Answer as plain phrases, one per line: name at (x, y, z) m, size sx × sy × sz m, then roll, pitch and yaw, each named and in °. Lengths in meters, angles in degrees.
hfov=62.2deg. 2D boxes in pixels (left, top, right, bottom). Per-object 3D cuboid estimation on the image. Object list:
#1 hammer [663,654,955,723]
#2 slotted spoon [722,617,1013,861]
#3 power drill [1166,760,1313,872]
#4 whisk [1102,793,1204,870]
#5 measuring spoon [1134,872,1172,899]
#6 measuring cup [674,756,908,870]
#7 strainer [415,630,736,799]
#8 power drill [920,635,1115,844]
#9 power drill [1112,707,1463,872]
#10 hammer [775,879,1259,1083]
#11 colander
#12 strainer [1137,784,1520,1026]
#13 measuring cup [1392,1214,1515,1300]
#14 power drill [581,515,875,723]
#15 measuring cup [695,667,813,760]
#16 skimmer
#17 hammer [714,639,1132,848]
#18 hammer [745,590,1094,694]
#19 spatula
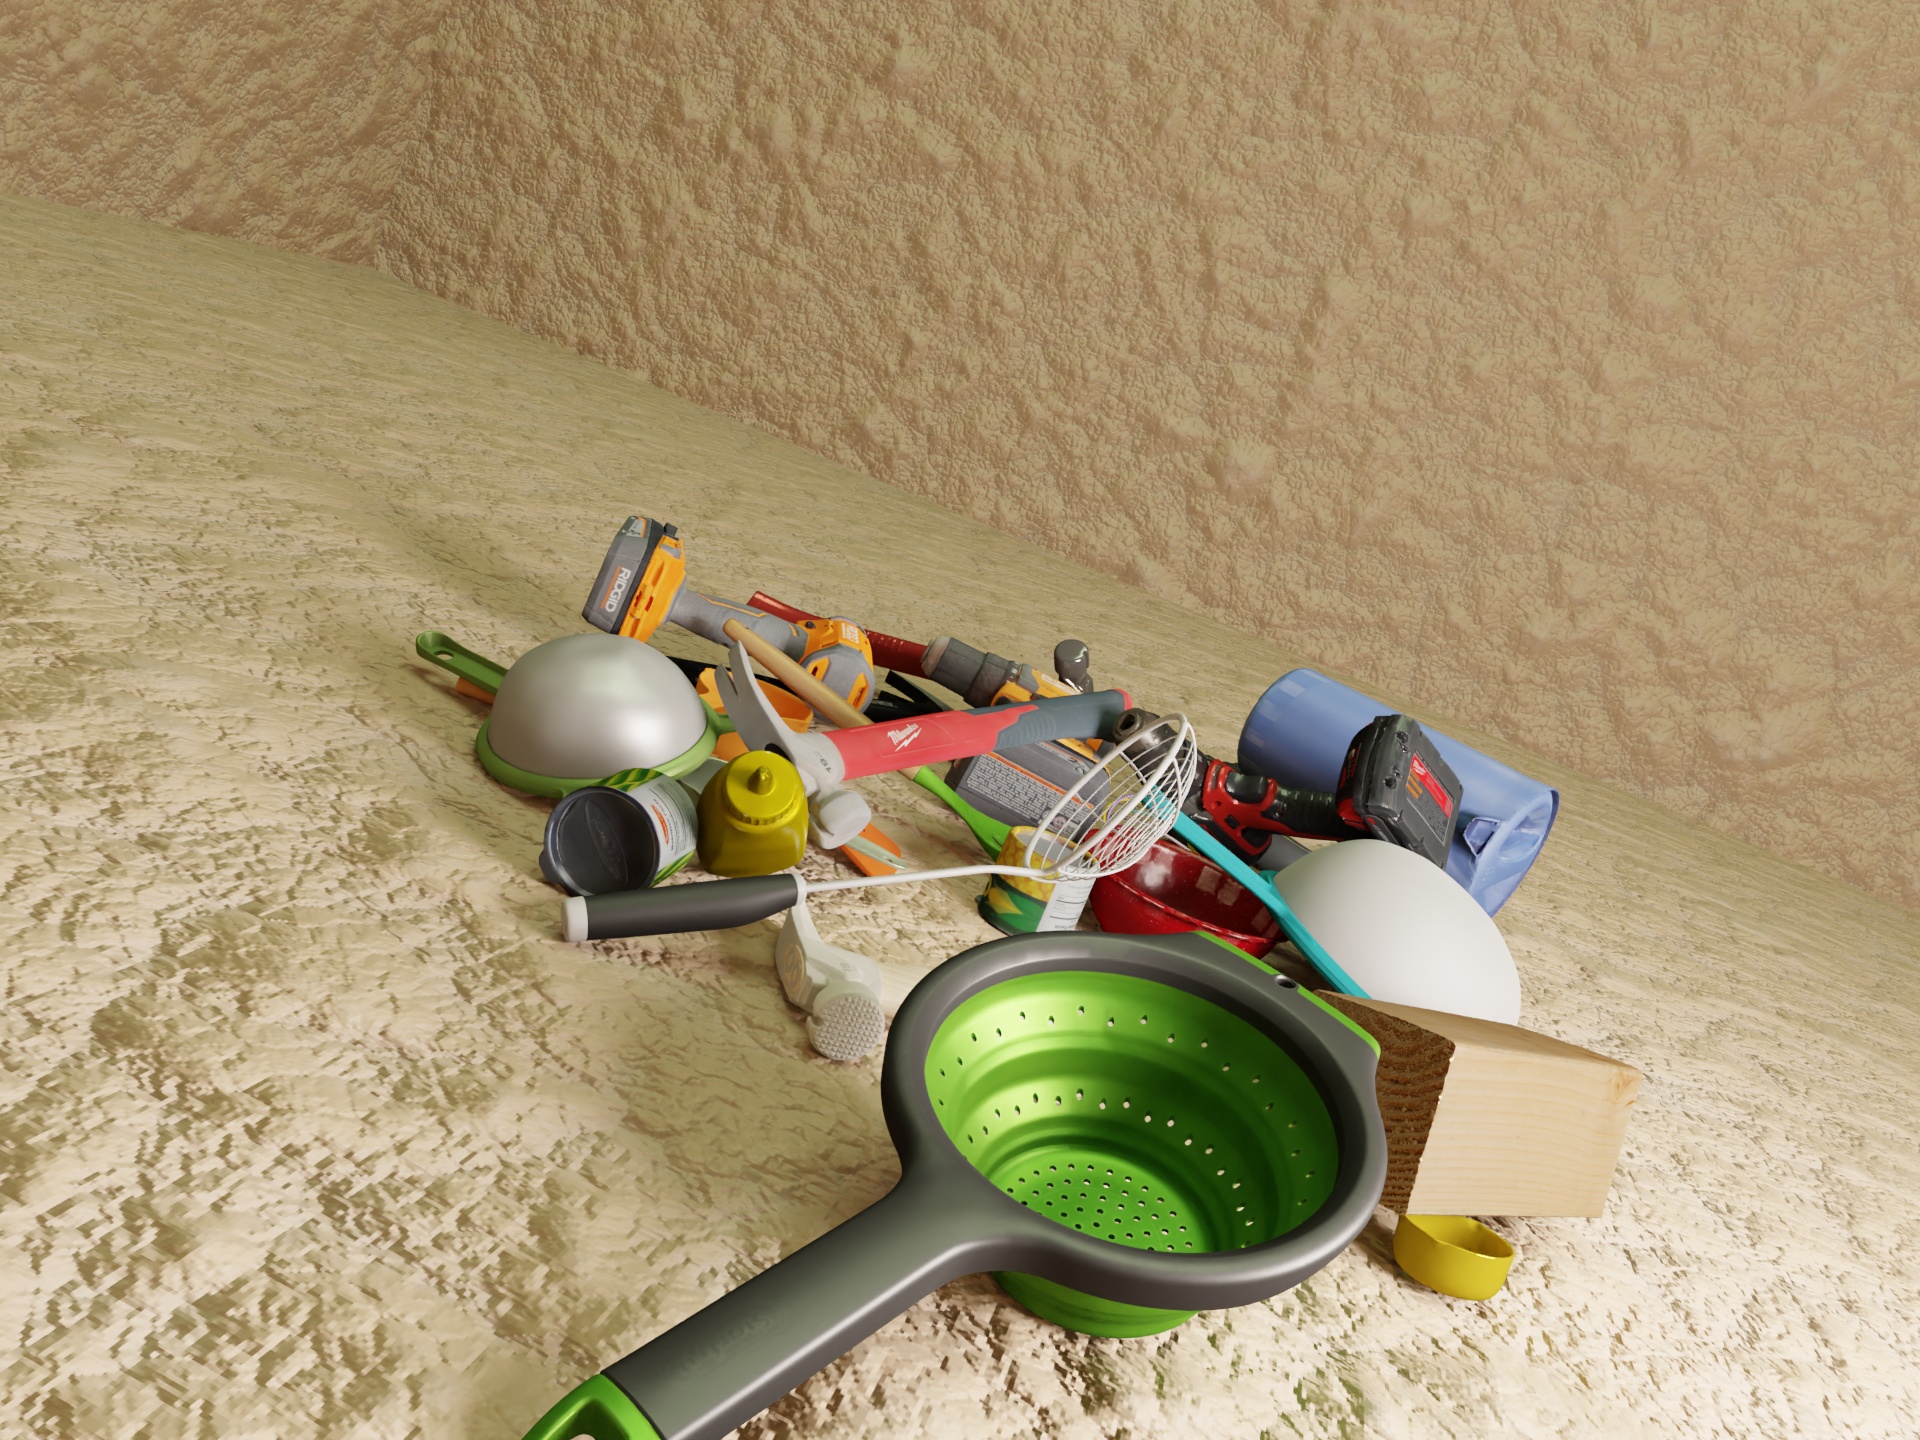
hammer at (-0.138, -0.021, 1.335) m, size 0.334 × 0.035 × 0.146 m, roll 11°, pitch 18°, yaw -38°
slotted spoon at (-0.051, 0.023, 1.170) m, size 0.314 × 0.031 × 0.070 m, roll 38°, pitch 14°, yaw 6°
power drill at (0.300, 0.124, 1.362) m, size 0.171 × 0.080 × 0.223 m, roll 5°, pitch 25°, yaw -48°
whisk at (0.212, 0.135, 1.211) m, size 0.245 × 0.051 × 0.047 m, roll 32°, pitch 26°, yaw 1°
measuring spoon at (0.132, 0.121, 1.244) m, size 0.042 × 0.021 × 0.129 m, roll 26°, pitch 3°, yaw -11°
measuring cup at (-0.115, 0.071, 1.003) m, size 0.167 × 0.038 × 0.083 m, roll 24°, pitch 13°, yaw 3°
strainer at (-0.268, -0.033, 1.017) m, size 0.256 × 0.069 × 0.151 m, roll 23°, pitch 35°, yaw 32°
power drill at (0.042, 0.007, 1.317) m, size 0.185 × 0.084 × 0.226 m, roll 28°, pitch 20°, yaw -3°
power drill at (0.238, 0.048, 1.196) m, size 0.227 × 0.080 × 0.187 m, roll -4°, pitch -35°, yaw 42°
hammer at (0.093, 0.178, 0.906) m, size 0.410 × 0.038 × 0.146 m, roll 17°, pitch 13°, yaw -21°
colander at (0.008, 0.203, 0.604) m, size 0.205 × 0.094 × 0.397 m, roll 31°, pitch 34°, yaw 34°
strainer at (0.264, 0.114, 1.066) m, size 0.340 × 0.095 × 0.211 m, roll 38°, pitch 13°, yaw -23°
measuring cup at (0.206, 0.255, 0.822) m, size 0.157 × 0.029 × 0.062 m, roll 17°, pitch 4°, yaw 37°
power drill at (-0.176, -0.081, 1.273) m, size 0.226 × 0.084 × 0.164 m, roll 24°, pitch 14°, yaw -11°
measuring cup at (-0.176, 0.007, 1.129) m, size 0.095 × 0.052 × 0.173 m, roll 27°, pitch 16°, yaw 21°
skimmer at (-0.036, 0.056, 0.868) m, size 0.363 × 0.090 × 0.127 m, roll -5°, pitch -8°, yaw -23°
hammer at (-0.002, -0.004, 1.119) m, size 0.386 × 0.038 × 0.143 m, roll -9°, pitch 57°, yaw -52°
hammer at (-0.047, -0.052, 1.500) m, size 0.359 × 0.149 × 0.037 m, roll 15°, pitch 49°, yaw 17°
spatula at (-0.190, 0.032, 1.073) m, size 0.322 × 0.041 × 0.081 m, roll 18°, pitch 13°, yaw 3°
